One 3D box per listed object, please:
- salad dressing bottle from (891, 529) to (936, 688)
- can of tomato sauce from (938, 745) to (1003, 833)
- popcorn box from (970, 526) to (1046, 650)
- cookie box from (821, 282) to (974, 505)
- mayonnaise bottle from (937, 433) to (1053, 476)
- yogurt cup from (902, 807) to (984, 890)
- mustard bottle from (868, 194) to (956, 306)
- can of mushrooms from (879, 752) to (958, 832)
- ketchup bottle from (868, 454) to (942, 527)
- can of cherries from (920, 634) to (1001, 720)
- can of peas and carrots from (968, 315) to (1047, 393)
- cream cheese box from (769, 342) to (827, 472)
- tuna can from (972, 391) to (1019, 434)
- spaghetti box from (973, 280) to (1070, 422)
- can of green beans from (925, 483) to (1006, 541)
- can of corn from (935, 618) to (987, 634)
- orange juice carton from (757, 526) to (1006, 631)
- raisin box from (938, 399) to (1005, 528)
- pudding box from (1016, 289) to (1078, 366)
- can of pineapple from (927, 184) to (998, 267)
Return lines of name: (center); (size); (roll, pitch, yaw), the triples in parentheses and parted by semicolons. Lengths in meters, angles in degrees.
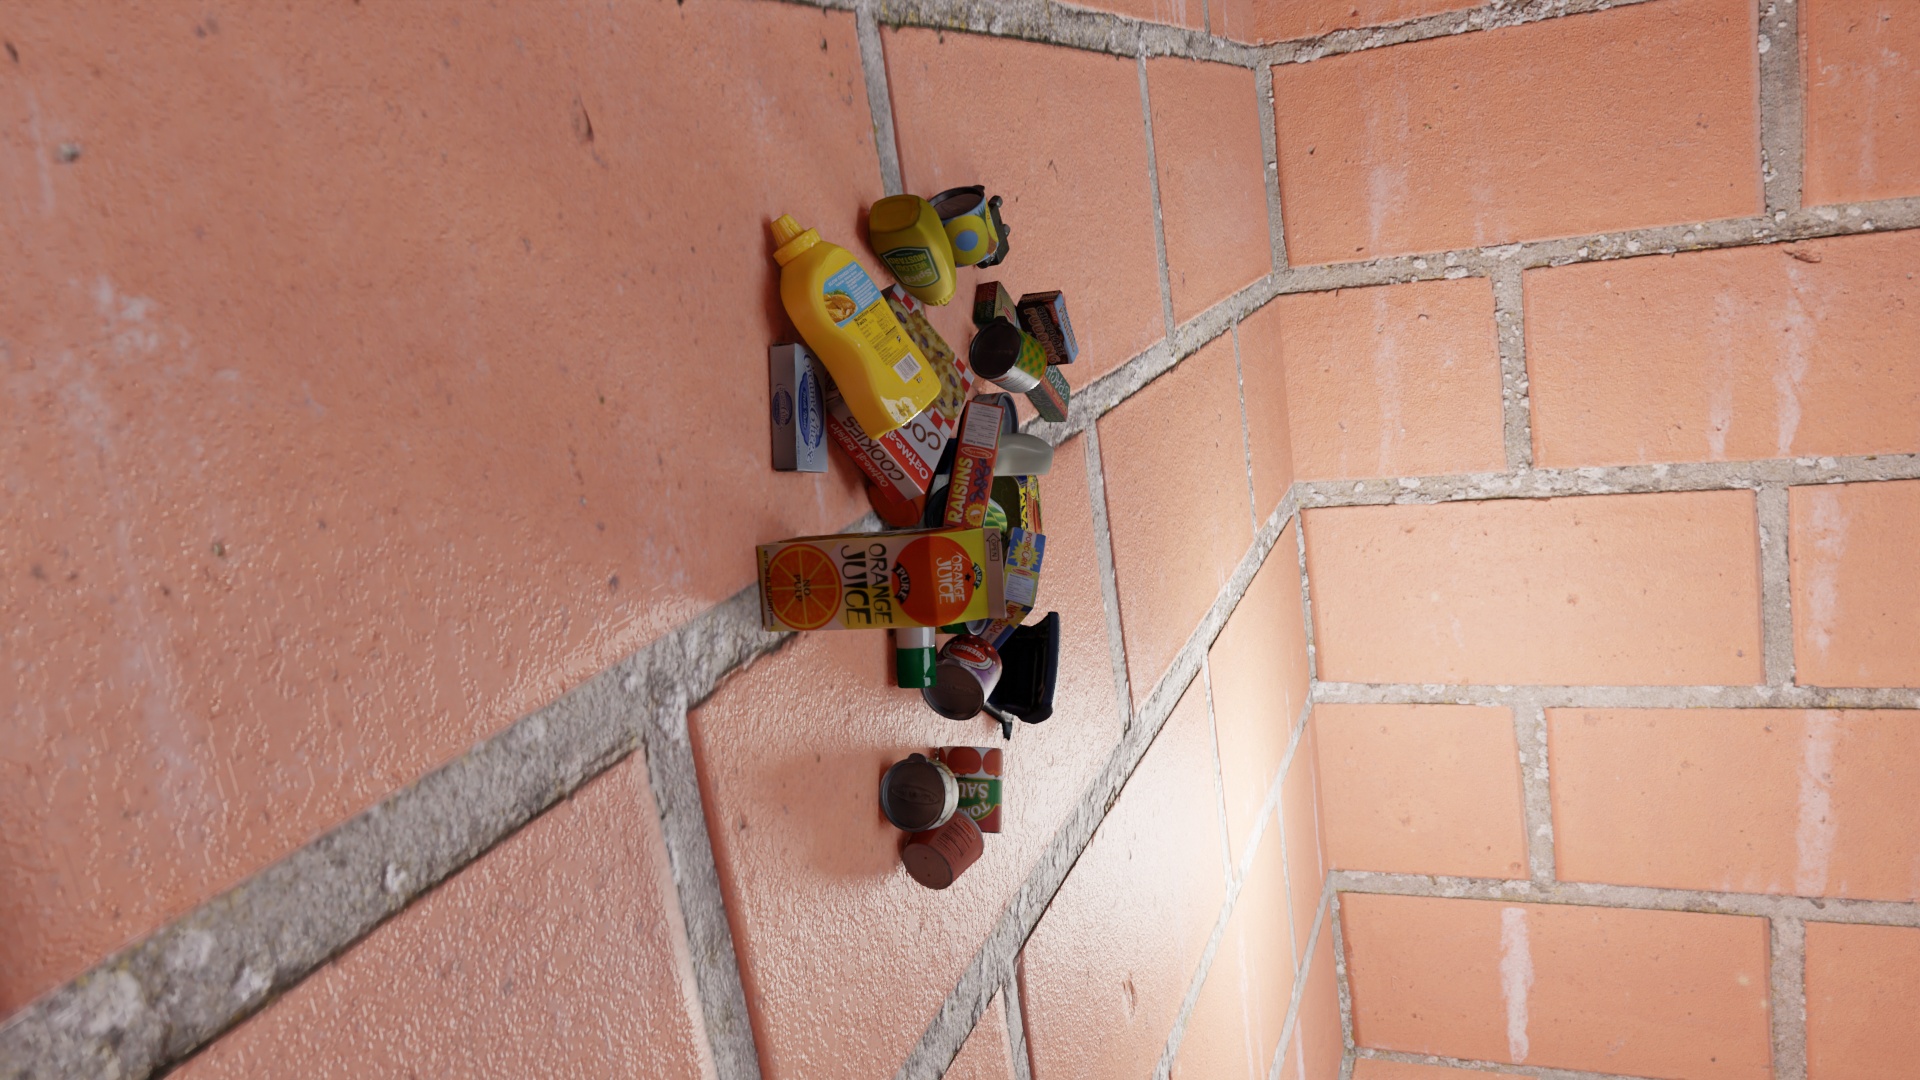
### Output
salad dressing bottle: (-0.042, 0.064, 1.299); (0.064, 0.044, 0.147); (1, 87, -53)
can of tomato sauce: (0.009, 0.246, 1.372); (0.071, 0.071, 0.083); (28, 62, -64)
popcorn box: (0.044, 0.052, 1.426); (0.126, 0.038, 0.085); (125, -19, -59)
cookie box: (-0.059, -0.132, 1.245); (0.122, 0.040, 0.168); (49, 41, -27)
mayonnaise bottle: (0.027, -0.087, 1.427); (0.148, 0.065, 0.041); (-6, 113, -46)
yogurt cup: (-0.019, 0.292, 1.310); (0.054, 0.072, 0.072); (-43, 127, -50)
mustard bottle: (-0.036, -0.266, 1.326); (0.159, 0.065, 0.049); (51, 38, -59)
can of mushrooms: (-0.037, 0.229, 1.268); (0.033, 0.071, 0.071); (19, 71, -66)
ketchup bottle: (-0.043, -0.085, 1.314); (0.064, 0.043, 0.149); (61, 34, -38)
can of cherries: (0.002, 0.132, 1.365); (0.059, 0.071, 0.071); (-52, 134, -56)
can of peas and carrots: (0.052, -0.200, 1.504); (0.059, 0.071, 0.071); (20, 69, -54)
cream cheese box: (-0.132, -0.107, 1.136); (0.053, 0.024, 0.103); (0, 88, -68)
tuna can: (0.037, -0.126, 1.516); (0.071, 0.033, 0.071); (-3, 91, -66)
spaghetti box: (0.075, -0.214, 1.617); (0.249, 0.028, 0.050); (45, 47, -57)
can of green beans: (0.006, -0.019, 1.393); (0.057, 0.071, 0.071); (35, 56, -62)
can of corn: (-0.012, 0.057, 1.353); (0.071, 0.058, 0.071); (-3, 91, -66)
orange juice carton: (-0.056, 0.030, 1.087); (0.073, 0.192, 0.071); (-14, 100, -67)
raisin box: (0.010, -0.062, 1.318); (0.086, 0.040, 0.123); (124, -22, -79)
pudding box: (0.100, -0.240, 1.575); (0.030, 0.049, 0.083); (-64, 143, -46)
can of pineapple: (0.002, -0.318, 1.409); (0.071, 0.071, 0.057); (-68, 148, -44)
